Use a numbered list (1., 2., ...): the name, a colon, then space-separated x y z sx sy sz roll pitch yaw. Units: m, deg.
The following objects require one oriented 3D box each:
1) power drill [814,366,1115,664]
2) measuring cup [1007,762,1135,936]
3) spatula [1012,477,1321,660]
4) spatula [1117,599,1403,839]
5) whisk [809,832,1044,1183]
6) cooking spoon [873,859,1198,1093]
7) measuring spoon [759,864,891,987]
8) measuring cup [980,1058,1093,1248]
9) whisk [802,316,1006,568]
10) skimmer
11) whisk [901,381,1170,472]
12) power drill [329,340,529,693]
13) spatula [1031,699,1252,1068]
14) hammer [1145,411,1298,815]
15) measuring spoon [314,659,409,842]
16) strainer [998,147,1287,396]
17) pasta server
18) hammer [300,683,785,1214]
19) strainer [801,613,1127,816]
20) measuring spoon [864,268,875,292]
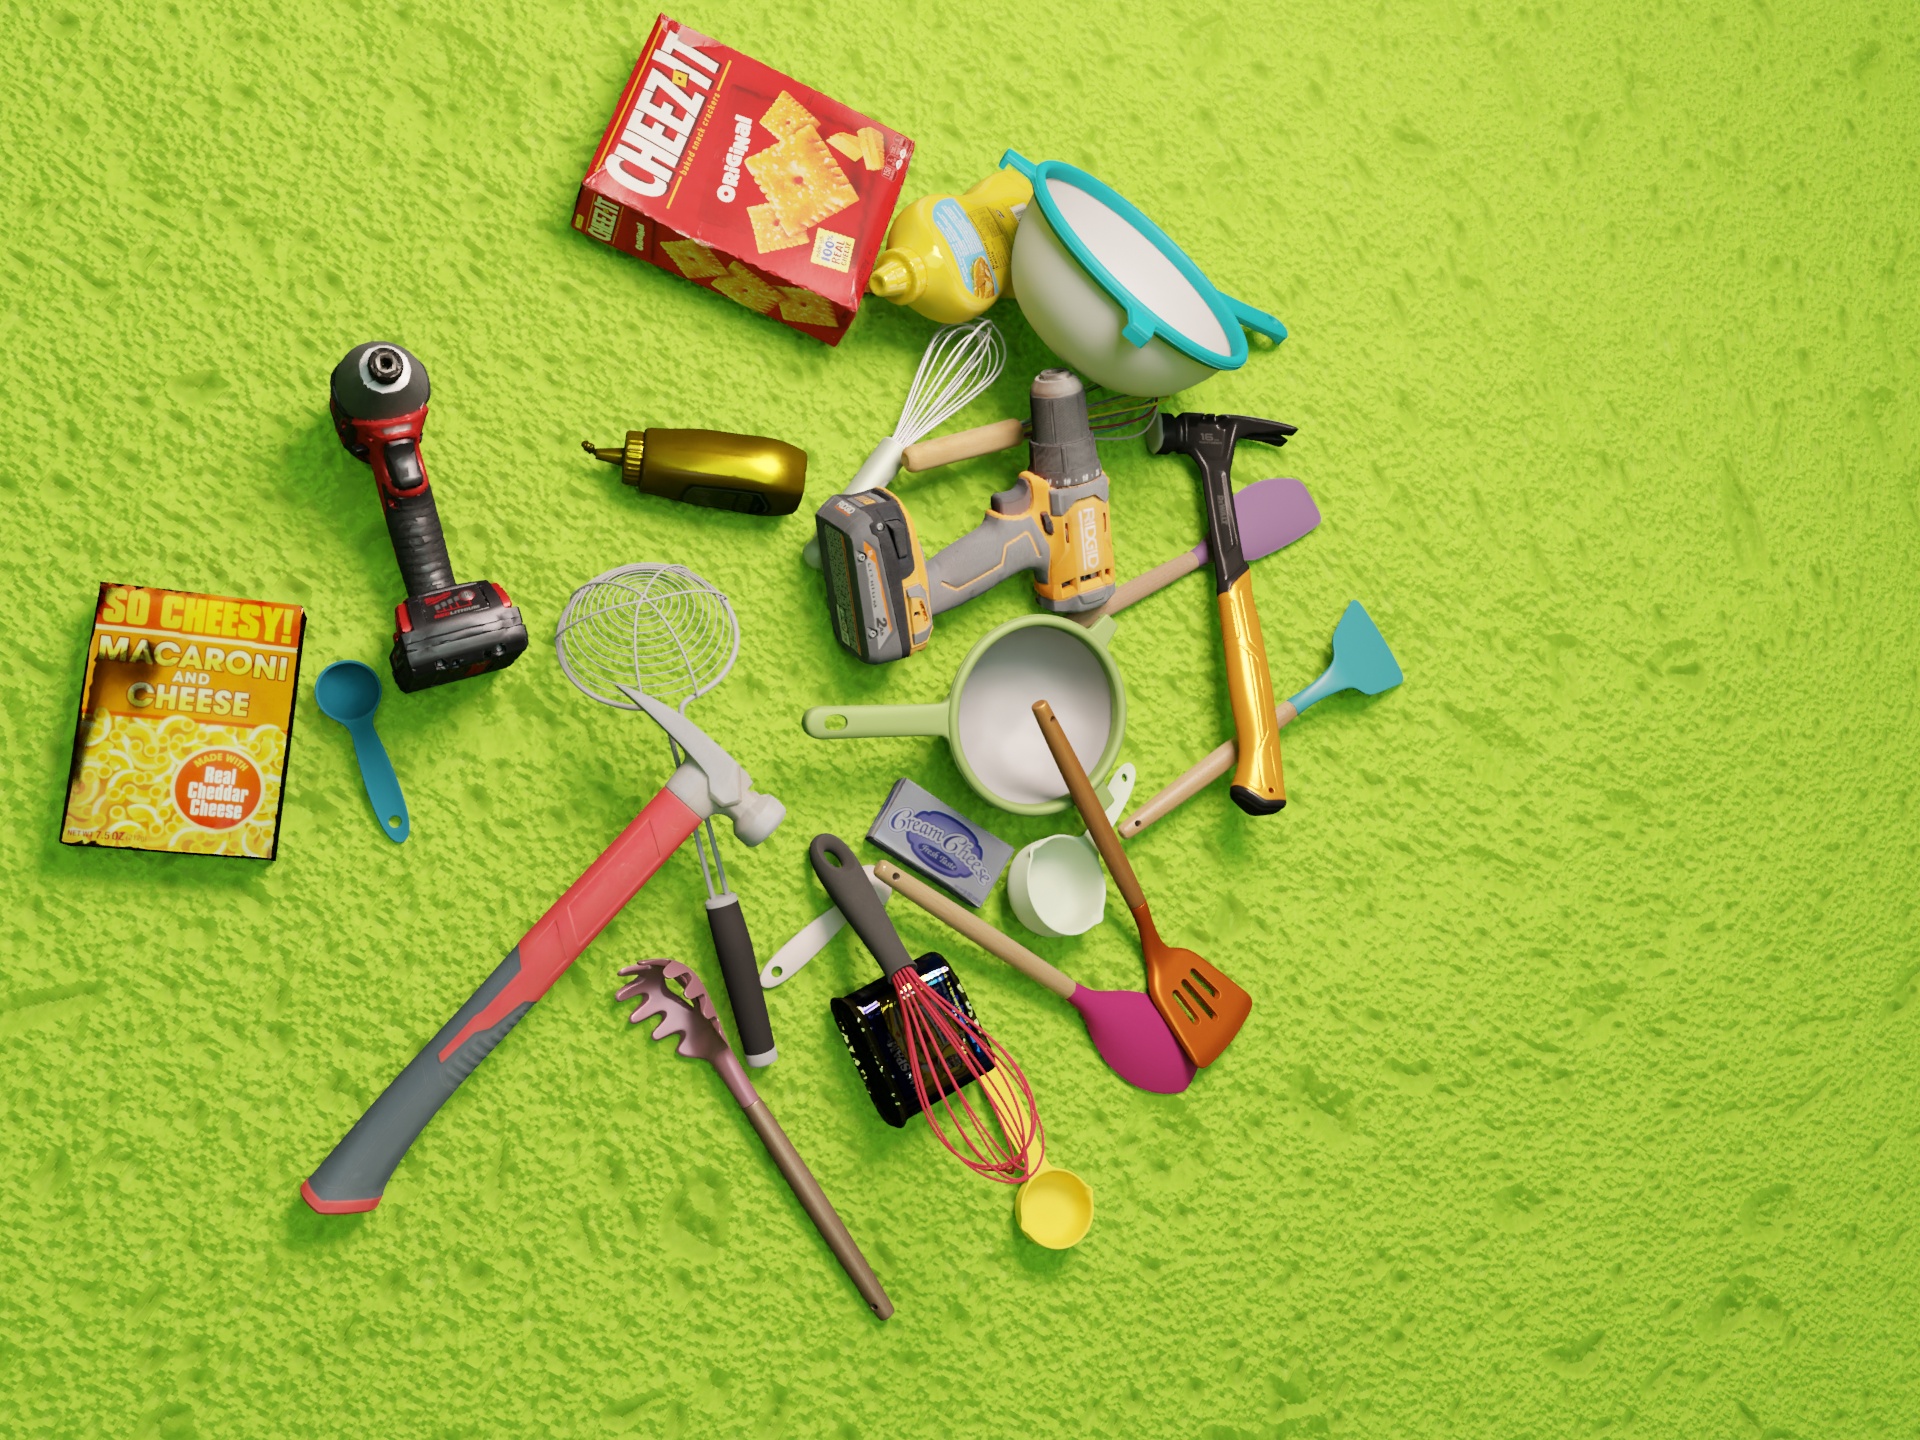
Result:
1. power drill: 0.011 -0.151 1.180 0.226 0.084 0.185 -18 119 -22
2. measuring cup: 0.090 0.096 1.232 0.083 0.038 0.168 46 53 -17
3. spatula: 0.169 -0.123 1.296 0.316 0.018 0.060 -29 88 -22
4. spatula: 0.245 0.007 1.292 0.317 0.044 0.082 -34 94 -20
5. whisk: -0.031 0.190 1.095 0.073 0.073 0.296 -22 57 -21
6. cooking spoon: 0.063 0.191 1.198 0.318 0.017 0.069 35 72 -19
7. measuring spoon: -0.098 0.152 1.159 0.124 0.018 0.034 -41 97 -19
8. measuring cup: 0.046 0.319 1.189 0.062 0.029 0.156 -22 78 -21
9. whisk: -0.044 -0.214 1.218 0.059 0.058 0.246 36 77 -4
10. skimmer: -0.190 0.066 1.134 0.127 0.090 0.363 -16 98 -17
11. whisk: 0.064 -0.231 1.240 0.245 0.051 0.047 -19 49 -27
12. power drill: -0.357 -0.137 1.043 0.078 0.143 0.219 -17 91 -24
13. spatula: 0.131 0.120 1.205 0.081 0.041 0.322 -43 117 -32
14. hammer: 0.229 -0.090 1.276 0.127 0.034 0.337 0 74 -16
15. measuring spoon: -0.399 0.022 1.075 0.042 0.021 0.128 -20 98 -22
16. strainer: 0.149 -0.313 1.248 0.340 0.095 0.211 0 52 -53
17. pasta server: -0.137 0.294 1.115 0.316 0.060 0.040 59 33 -6
18. hammer: -0.295 0.155 1.040 0.143 0.038 0.386 44 81 -14
19. strainer: -0.002 -0.004 1.183 0.256 0.069 0.151 -2 96 -24
20. measuring spoon: -0.101 -0.339 1.237 0.117 0.011 0.021 -8 78 -24
